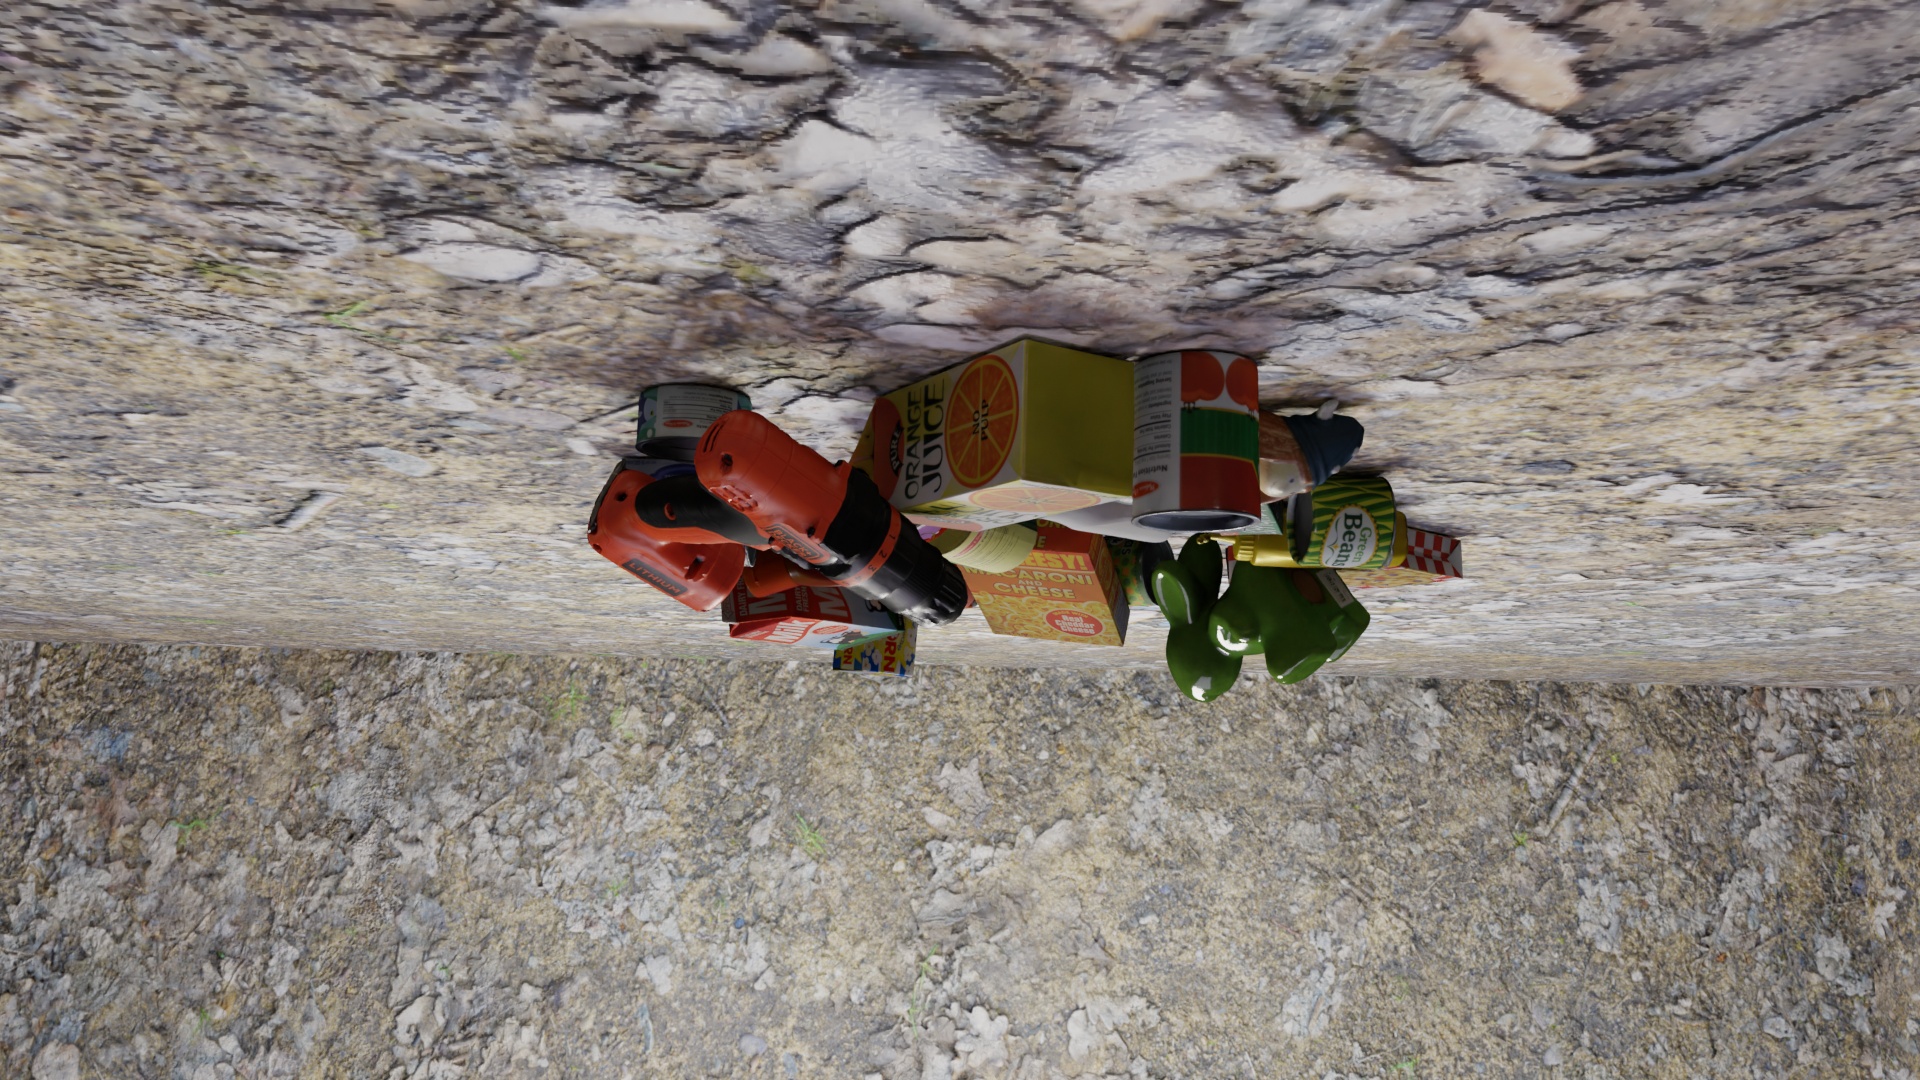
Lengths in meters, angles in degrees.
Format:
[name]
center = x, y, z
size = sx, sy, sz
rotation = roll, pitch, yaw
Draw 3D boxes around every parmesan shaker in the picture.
[parmesan shaker]
center = 0.004, -0.013, 1.014
size = 0.071, 0.071, 0.103
rotation = -3, 170, 26

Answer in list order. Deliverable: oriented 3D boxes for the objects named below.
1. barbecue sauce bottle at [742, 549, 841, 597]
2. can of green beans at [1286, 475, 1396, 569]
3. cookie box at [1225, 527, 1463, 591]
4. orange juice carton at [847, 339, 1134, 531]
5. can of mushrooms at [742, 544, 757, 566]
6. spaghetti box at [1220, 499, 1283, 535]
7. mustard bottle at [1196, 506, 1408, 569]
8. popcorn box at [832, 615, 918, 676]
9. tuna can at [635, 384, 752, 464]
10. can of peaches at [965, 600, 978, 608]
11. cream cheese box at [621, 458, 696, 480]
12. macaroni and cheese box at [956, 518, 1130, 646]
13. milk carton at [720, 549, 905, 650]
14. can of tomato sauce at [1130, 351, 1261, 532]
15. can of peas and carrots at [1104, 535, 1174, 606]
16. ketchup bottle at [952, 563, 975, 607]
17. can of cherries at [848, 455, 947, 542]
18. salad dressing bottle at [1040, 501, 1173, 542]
[barbecue sauce bottle]
center = -0.095, 0.007, 1.065
size = 0.148, 0.065, 0.044
rotation = -17, -178, 15
[can of green beans]
center = 0.267, -0.013, 0.979
size = 0.058, 0.071, 0.071
rotation = 2, 171, -4
[cookie box]
center = 0.344, 0.018, 1.254
size = 0.123, 0.040, 0.167
rotation = 9, 167, -39
[orange juice carton]
center = 0.009, -0.050, 0.770
size = 0.072, 0.073, 0.192
rotation = 7, 170, -32
[can of mushrooms]
center = -0.171, -0.013, 1.040
size = 0.033, 0.071, 0.071
rotation = 3, 171, -1
[spaghetti box]
center = 0.190, -0.037, 0.965
size = 0.050, 0.029, 0.250
rotation = -1, 170, 18
[mustard bottle]
center = 0.268, -0.003, 1.099
size = 0.160, 0.049, 0.065
rotation = 2, 171, 3
[popcorn box]
center = -0.078, 0.066, 1.337
size = 0.038, 0.127, 0.085
rotation = 0, 171, 33
[tuna can]
center = -0.155, -0.067, 0.812
size = 0.071, 0.033, 0.071
rotation = 1, 171, 0
[can of peaches]
center = -0.015, 0.033, 1.318
size = 0.071, 0.071, 0.058
rotation = 10, 168, -41
[cream cheese box]
center = -0.190, -0.031, 0.979
size = 0.104, 0.053, 0.024
rotation = 0, 172, 9
[macaroni and cheese box]
center = 0.069, 0.032, 1.184
size = 0.124, 0.040, 0.165
rotation = 4, 151, 20
[milk carton]
center = -0.136, 0.044, 1.170
size = 0.073, 0.072, 0.190
rotation = -19, 161, 31
[can of tomato sauce]
center = 0.124, -0.049, 0.721
size = 0.071, 0.083, 0.071
rotation = 1, 171, 0
[can of peas and carrots]
center = 0.152, 0.025, 1.248
size = 0.058, 0.071, 0.071
rotation = -4, 169, 34
[ketchup bottle]
center = -0.041, 0.012, 1.211
size = 0.149, 0.064, 0.043
rotation = 22, 179, -42
[can of cherries]
center = -0.039, -0.031, 0.904
size = 0.071, 0.071, 0.058
rotation = 0, 171, 9
[salad dressing bottle]
center = 0.088, -0.029, 0.986
size = 0.148, 0.044, 0.064
rotation = 9, 170, -33
